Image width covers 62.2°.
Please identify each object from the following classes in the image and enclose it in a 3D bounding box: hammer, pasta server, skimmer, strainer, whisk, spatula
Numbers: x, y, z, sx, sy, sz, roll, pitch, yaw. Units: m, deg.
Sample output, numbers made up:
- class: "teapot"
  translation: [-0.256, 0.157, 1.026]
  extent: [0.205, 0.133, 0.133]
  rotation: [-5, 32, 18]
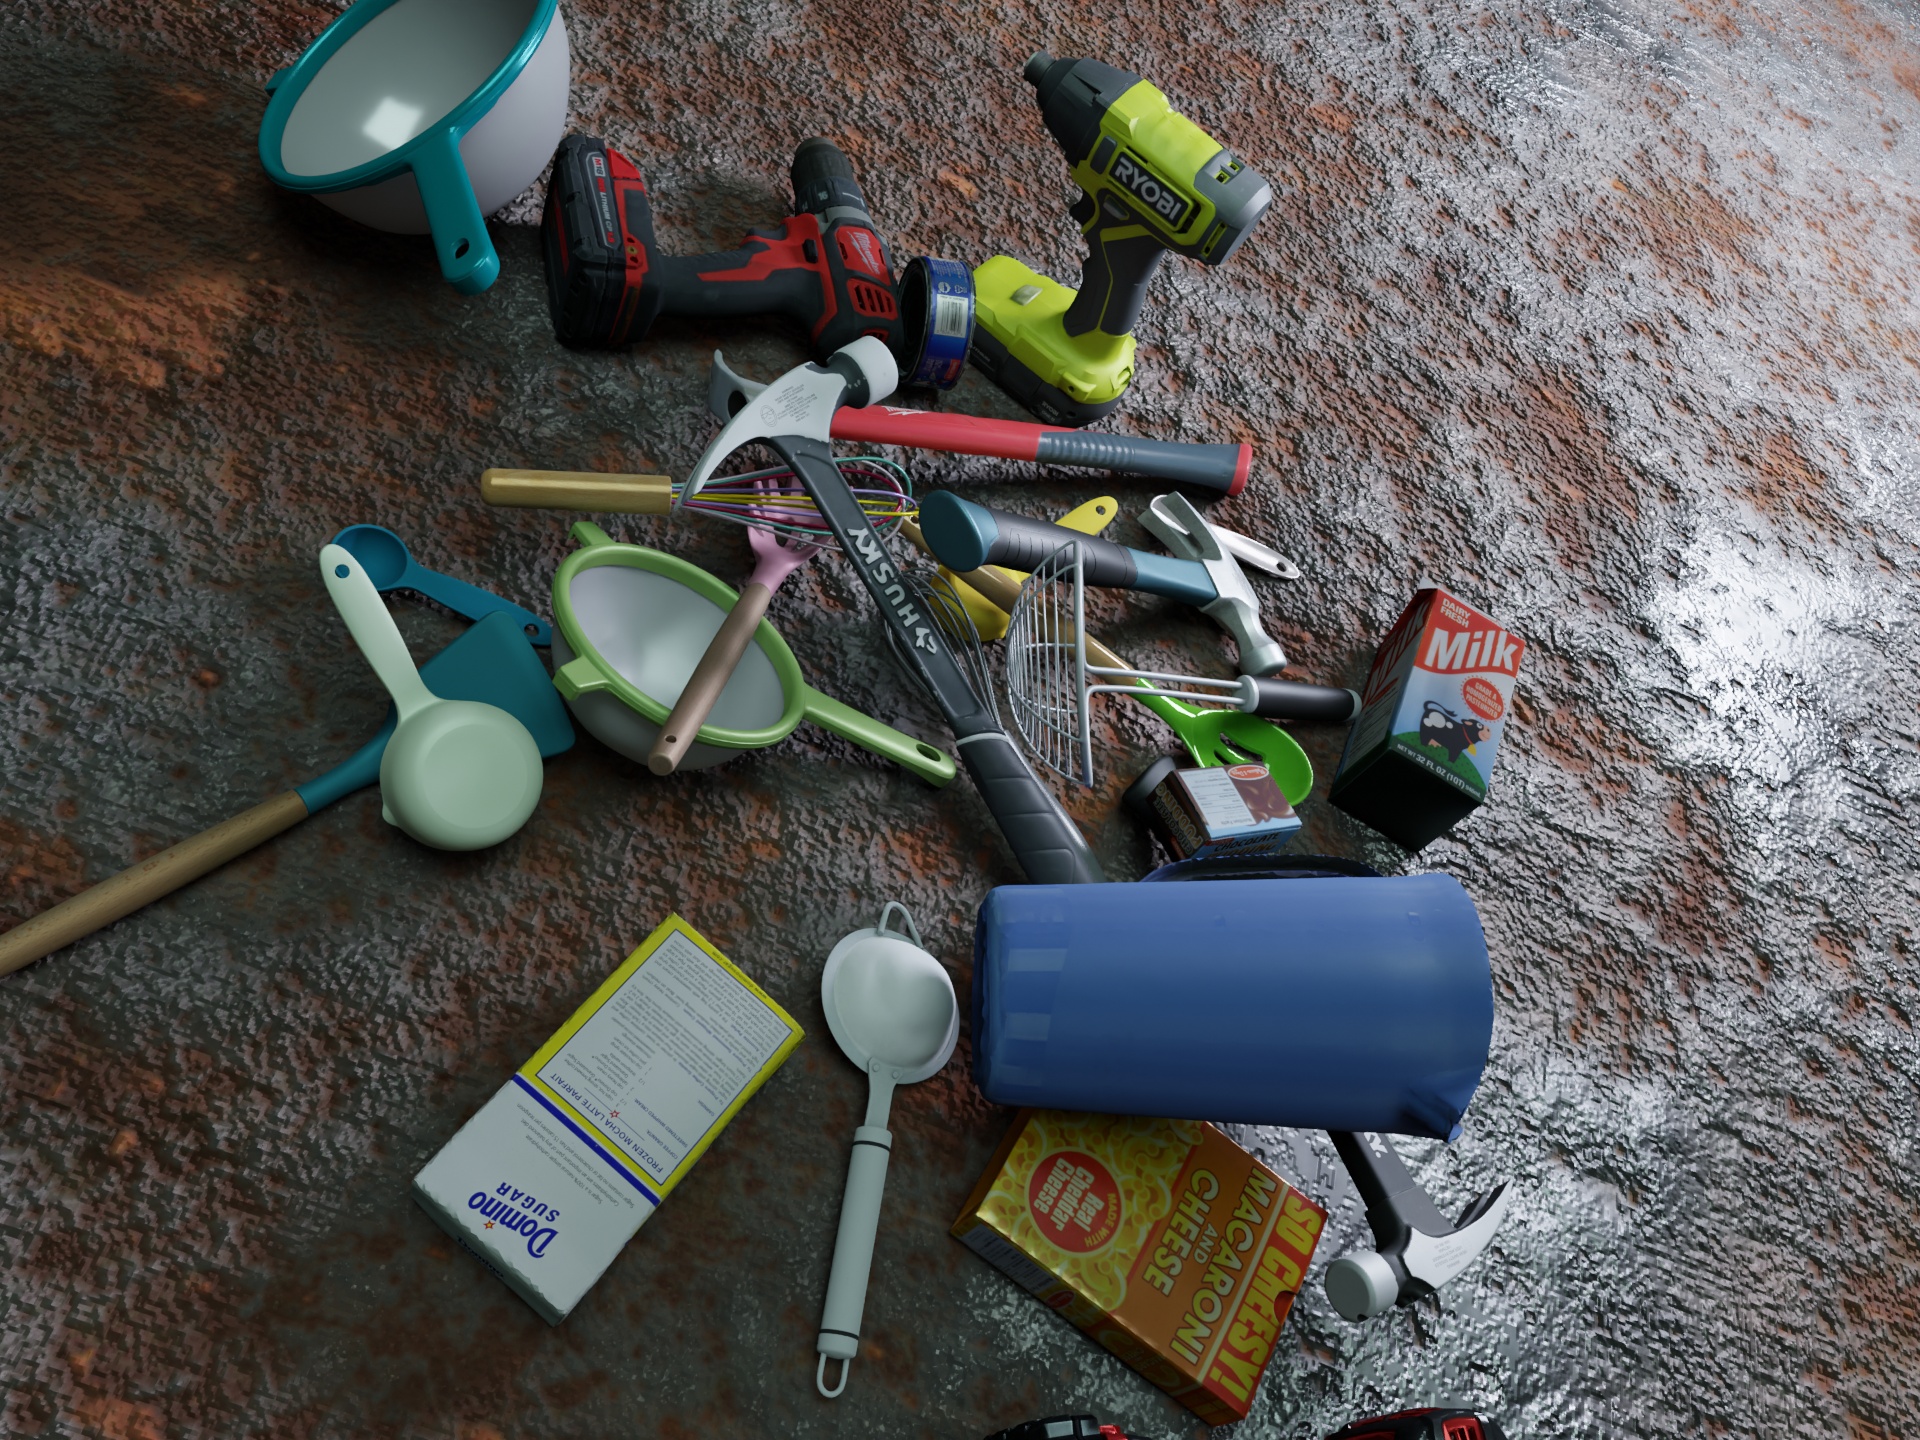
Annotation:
- class: "hammer"
  translation: [0.027, -0.189, 1.047]
  extent: [0.386, 0.038, 0.143]
  rotation: [1, 24, -30]
- class: "pasta server"
  translation: [-0.116, -0.064, 0.866]
  extent: [0.060, 0.040, 0.316]
  rotation: [16, 31, 0]
- class: "skimmer"
  translation: [0.152, -0.021, 0.914]
  extent: [0.363, 0.090, 0.127]
  rotation: [4, 81, -45]
- class: "strainer"
  translation: [-0.122, -0.002, 0.884]
  extent: [0.256, 0.069, 0.152]
  rotation: [26, 30, -27]
- class: "whisk"
  translation: [0.022, 0.011, 0.938]
  extent: [0.055, 0.055, 0.239]
  rotation: [-26, 78, -32]
- class: "spatula"
  translation: [-0.340, 0.050, 0.766]
  extent: [0.317, 0.044, 0.082]
  rotation: [-33, 104, -33]
- class: "strainer"
  translation: [-0.290, -0.324, 0.931]
  extent: [0.211, 0.095, 0.341]
  rotation: [-31, 52, 5]
- class: "strainer"
  translation: [-0.041, 0.204, 0.803]
  extent: [0.086, 0.050, 0.259]
  rotation: [25, 57, -25]
- class: "hammer"
  translation: [0.089, -0.092, 0.945]
  extent: [0.330, 0.033, 0.128]
  rotation: [4, 58, -53]
- class: "whisk"
  translation: [-0.140, -0.125, 0.886]
  extent: [0.245, 0.051, 0.047]
  rotation: [1, 43, -16]
- class: "hammer"
  translation: [-0.001, -0.003, 0.866]
  extent: [0.149, 0.036, 0.409]
  rotation: [-35, 97, -30]
- class: "hammer"
  translation: [0.186, 0.161, 0.904]
  extent: [0.146, 0.035, 0.335]
  rotation: [-4, 55, -40]

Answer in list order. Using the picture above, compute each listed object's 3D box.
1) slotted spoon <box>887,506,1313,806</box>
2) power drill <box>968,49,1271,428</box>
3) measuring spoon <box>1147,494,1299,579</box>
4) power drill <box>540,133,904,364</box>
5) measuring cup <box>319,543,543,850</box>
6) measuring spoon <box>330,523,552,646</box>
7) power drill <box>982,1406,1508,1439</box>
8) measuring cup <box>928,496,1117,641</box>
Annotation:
- class: "slotted spoon"
  translation: [0.086, -0.038, 0.981]
  extent: [0.313, 0.031, 0.070]
  rotation: [34, 53, -10]
- class: "power drill"
  translation: [0.081, -0.313, 1.044]
  extent: [0.171, 0.223, 0.080]
  rotation: [40, 54, 3]
- class: "measuring spoon"
  translation: [0.180, -0.121, 1.103]
  extent: [0.124, 0.018, 0.034]
  rotation: [21, 55, -18]
- class: "power drill"
  translation: [-0.154, -0.319, 1.045]
  extent: [0.226, 0.080, 0.188]
  rotation: [-1, 62, -26]
- class: "measuring cup"
  translation: [-0.264, -0.012, 0.778]
  extent: [0.083, 0.038, 0.167]
  rotation: [-34, 108, -27]
- class: "measuring spoon"
  translation: [-0.286, -0.067, 0.880]
  extent: [0.128, 0.021, 0.042]
  rotation: [25, 54, -18]
- class: "power drill"
  translation: [0.127, 0.356, 0.727]
  extent: [0.219, 0.143, 0.079]
  rotation: [1, 62, -14]
- class: "measuring cup"
  translation: [0.047, -0.107, 1.012]
  extent: [0.156, 0.029, 0.062]
  rotation: [-36, 83, -23]
